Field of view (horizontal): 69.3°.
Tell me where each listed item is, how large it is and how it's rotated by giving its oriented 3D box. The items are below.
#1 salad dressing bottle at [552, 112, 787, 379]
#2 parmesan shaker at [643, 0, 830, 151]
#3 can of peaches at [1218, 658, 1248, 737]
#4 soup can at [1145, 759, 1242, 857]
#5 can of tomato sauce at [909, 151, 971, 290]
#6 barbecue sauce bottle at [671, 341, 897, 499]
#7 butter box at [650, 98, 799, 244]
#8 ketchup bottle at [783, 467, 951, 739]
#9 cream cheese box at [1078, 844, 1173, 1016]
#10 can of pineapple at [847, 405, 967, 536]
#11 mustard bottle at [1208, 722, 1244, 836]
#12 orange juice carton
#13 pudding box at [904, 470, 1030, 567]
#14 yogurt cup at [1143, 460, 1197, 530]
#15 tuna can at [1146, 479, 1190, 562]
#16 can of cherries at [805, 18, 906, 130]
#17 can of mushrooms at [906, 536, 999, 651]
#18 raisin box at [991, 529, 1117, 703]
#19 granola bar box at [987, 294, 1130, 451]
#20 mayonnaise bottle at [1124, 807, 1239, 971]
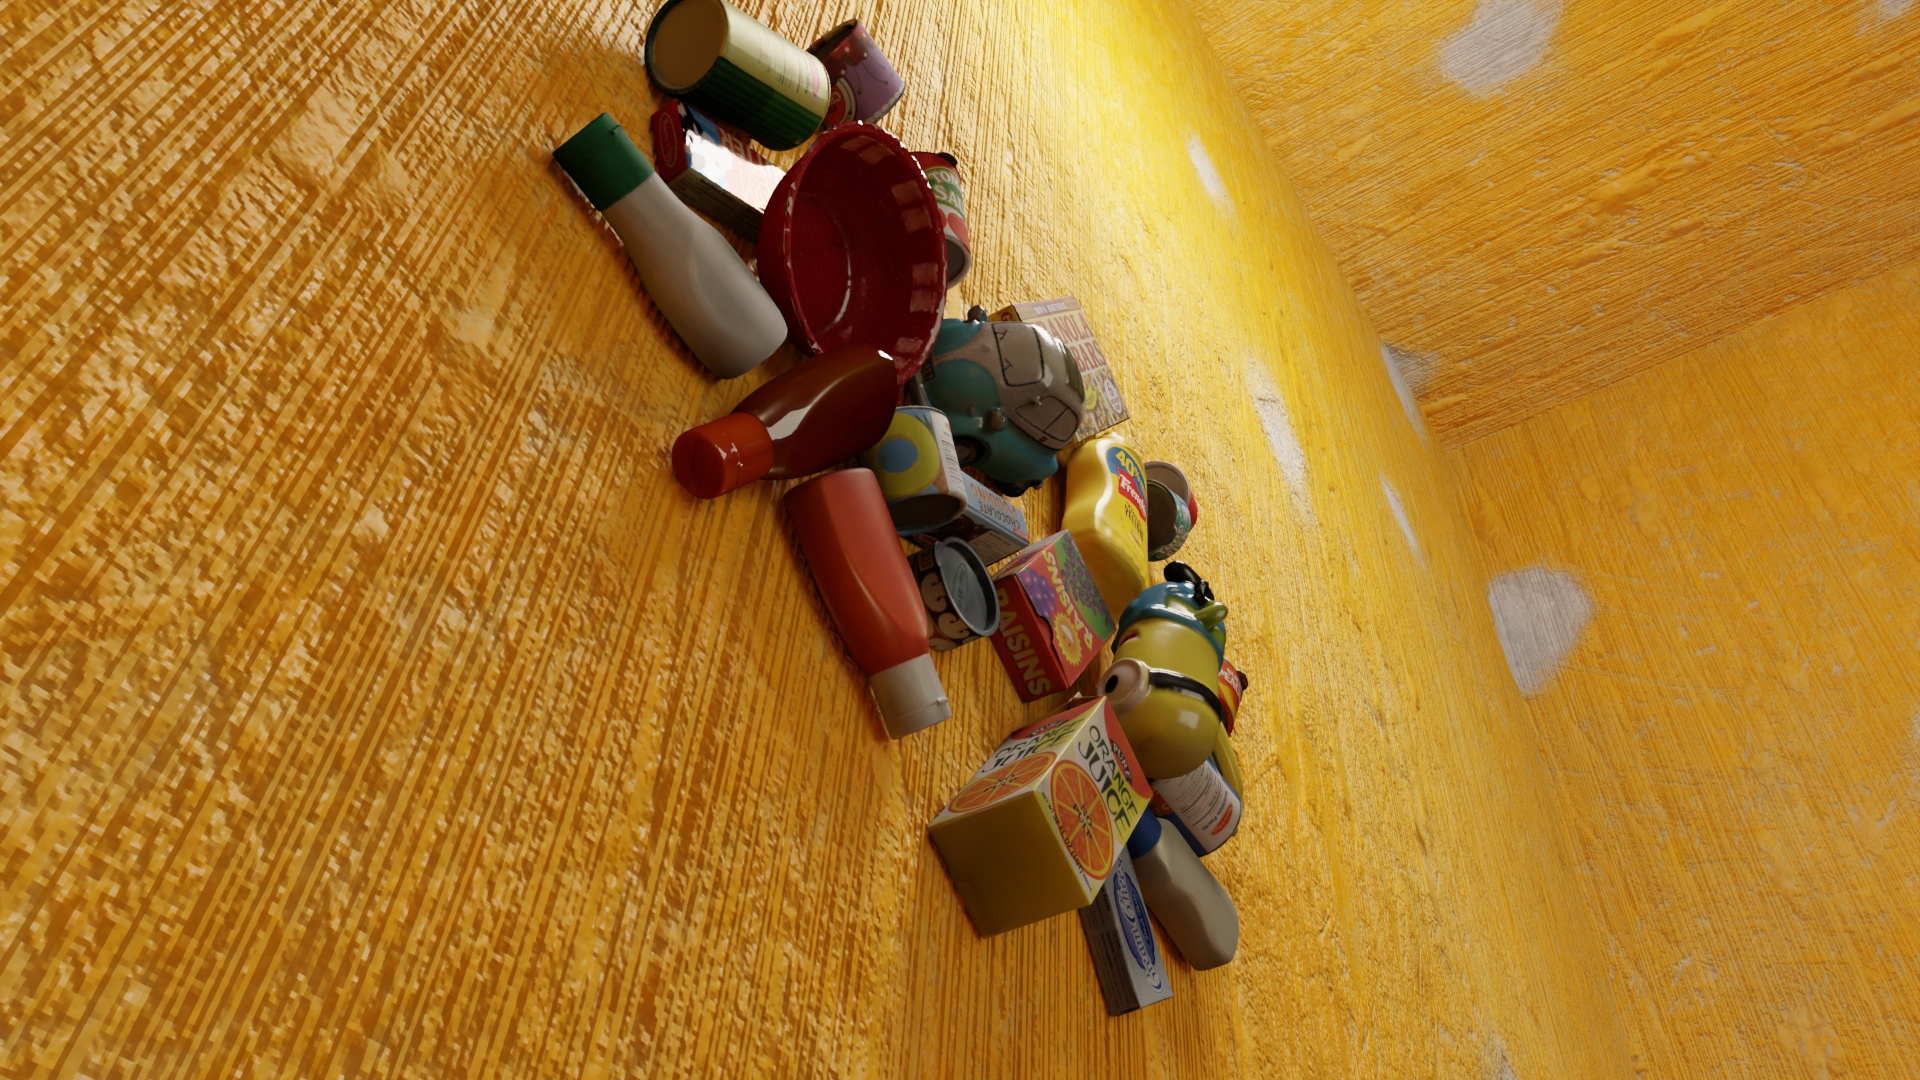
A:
[{"bbox_3d":[-0.153,-0.155,0.736,0.147,0.044,0.064,53,30,-22],"label":"salad dressing bottle"},{"bbox_3d":[-0.138,-0.292,0.859,0.103,0.071,0.071,9,60,-60],"label":"parmesan shaker"},{"bbox_3d":[0.192,0.130,1.114,0.071,0.071,0.058,61,27,-10],"label":"can of peaches"},{"bbox_3d":[0.152,0.179,1.005,0.083,0.071,0.072,50,29,-28],"label":"soup can"},{"bbox_3d":[-0.027,-0.232,1.015,0.071,0.071,0.083,35,39,-47],"label":"can of tomato sauce"},{"bbox_3d":[-0.091,-0.061,0.743,0.044,0.064,0.149,26,31,21],"label":"barbecue sauce bottle"},{"bbox_3d":[-0.141,-0.217,0.836,0.103,0.024,0.053,22,50,-55],"label":"butter box"},{"bbox_3d":[-0.047,0.035,0.770,0.065,0.043,0.149,-10,77,-62],"label":"ketchup bottle"},{"bbox_3d":[0.101,0.247,0.889,0.053,0.024,0.104,13,56,-58],"label":"cream cheese box"},{"bbox_3d":[-0.035,-0.040,0.837,0.071,0.071,0.058,20,51,-57],"label":"can of pineapple"},{"bbox_3d":[0.184,0.173,1.071,0.159,0.065,0.049,59,21,-23],"label":"mustard bottle"},{"bbox_3d":[0.059,0.154,0.834,0.071,0.073,0.193,64,25,-3],"label":"orange juice carton"},{"bbox_3d":[0.003,-0.011,0.900,0.083,0.049,0.030,29,42,-51],"label":"pudding box"},{"bbox_3d":[0.179,-0.031,1.243,0.054,0.072,0.072,37,36,-59],"label":"yogurt cup"},{"bbox_3d":[0.163,-0.015,1.188,0.033,0.071,0.071,27,45,-54],"label":"tuna can"},{"bbox_3d":[-0.084,-0.330,0.999,0.058,0.071,0.072,49,30,-31],"label":"can of cherries"},{"bbox_3d":[-0.008,0.032,0.860,0.071,0.033,0.071,43,34,-39],"label":"can of mushrooms"},{"bbox_3d":[0.061,0.051,0.969,0.086,0.040,0.124,64,26,-4],"label":"raisin box"},{"bbox_3d":[0.084,-0.143,1.185,0.124,0.039,0.166,64,25,-1],"label":"granola bar box"},{"bbox_3d":[0.142,0.231,0.965,0.147,0.041,0.065,53,27,-23],"label":"mayonnaise bottle"}]
